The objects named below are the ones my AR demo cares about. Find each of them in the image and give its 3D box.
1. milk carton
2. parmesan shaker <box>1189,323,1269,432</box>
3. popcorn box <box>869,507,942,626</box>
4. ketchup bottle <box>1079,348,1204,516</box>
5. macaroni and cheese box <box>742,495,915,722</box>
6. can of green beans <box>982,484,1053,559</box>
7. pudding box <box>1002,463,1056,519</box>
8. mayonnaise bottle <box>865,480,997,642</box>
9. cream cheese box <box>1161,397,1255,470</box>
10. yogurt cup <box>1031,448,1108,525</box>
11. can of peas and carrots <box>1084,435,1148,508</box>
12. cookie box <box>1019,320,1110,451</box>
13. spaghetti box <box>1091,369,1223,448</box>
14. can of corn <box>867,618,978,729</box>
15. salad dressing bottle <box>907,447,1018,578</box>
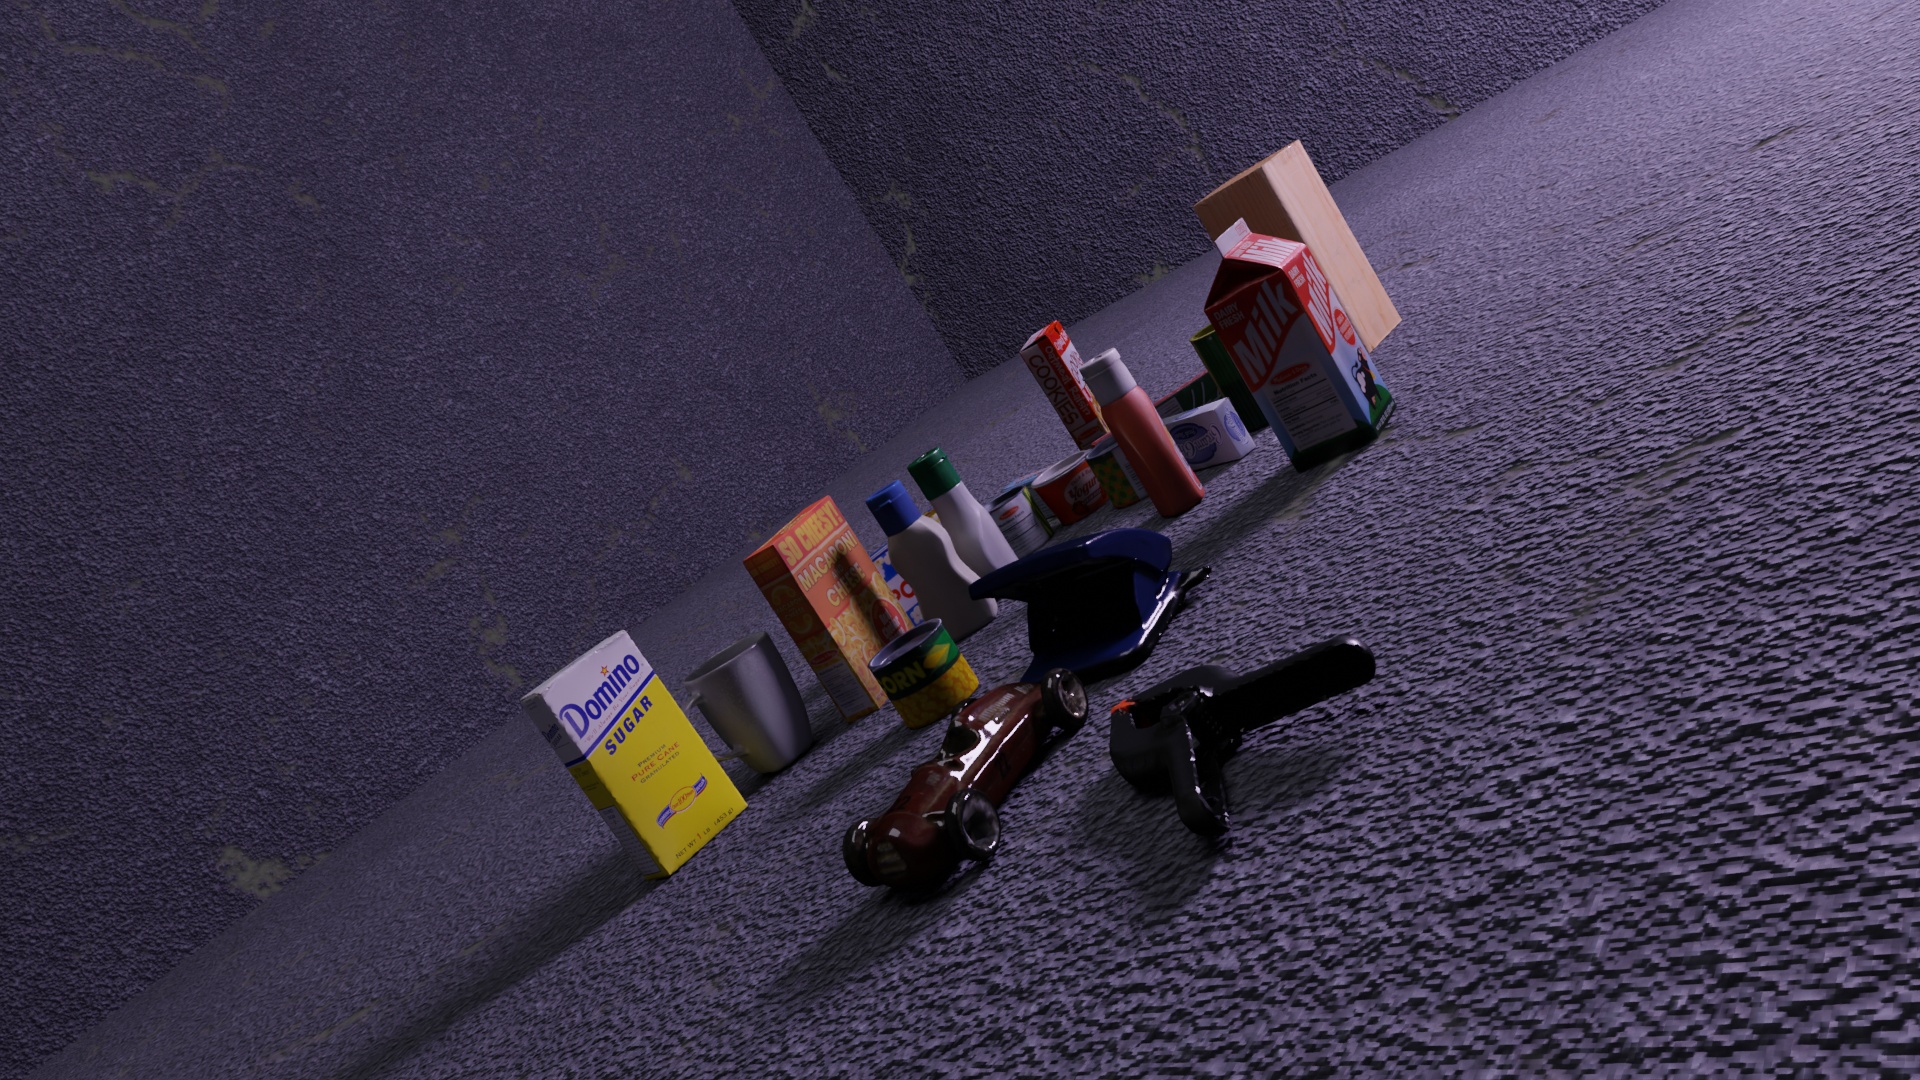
[{"bbox_3d":[0.254,-0.158,1.074,0.073,0.190,0.073,-26,11,37],"label":"milk carton"},{"bbox_3d":[0.272,-0.163,1.312,0.071,0.103,0.071,-32,9,6],"label":"parmesan shaker"},{"bbox_3d":[-0.038,0.031,1.377,0.127,0.085,0.038,-39,11,-35],"label":"popcorn box"},{"bbox_3d":[0.154,-0.093,1.192,0.043,0.148,0.065,-32,9,3],"label":"ketchup bottle"},{"bbox_3d":[-0.108,0.058,1.214,0.040,0.166,0.124,-28,10,27],"label":"macaroni and cheese box"},{"bbox_3d":[0.053,-0.015,1.405,0.071,0.057,0.071,-31,9,6],"label":"can of green beans"},{"bbox_3d":[0.089,-0.049,1.487,0.030,0.049,0.083,-39,11,-37],"label":"pudding box"},{"bbox_3d":[-0.029,0.017,1.223,0.064,0.148,0.041,-31,9,12],"label":"mayonnaise bottle"},{"bbox_3d":[0.220,-0.094,1.276,0.024,0.053,0.103,-37,10,-27],"label":"cream cheese box"},{"bbox_3d":[0.113,-0.052,1.407,0.072,0.054,0.072,-31,9,6],"label":"yogurt cup"},{"bbox_3d":[0.161,-0.072,1.339,0.071,0.058,0.071,-31,9,6],"label":"can of peas and carrots"},{"bbox_3d":[0.131,-0.161,1.559,0.040,0.167,0.123,-30,9,16],"label":"cookie box"},{"bbox_3d":[0.253,-0.146,1.449,0.250,0.050,0.029,-33,9,-5],"label":"spaghetti box"},{"bbox_3d":[-0.029,0.103,1.059,0.071,0.058,0.071,-31,9,6],"label":"can of corn"},{"bbox_3d":[0.005,-0.016,1.287,0.044,0.147,0.064,-29,10,21],"label":"salad dressing bottle"}]
